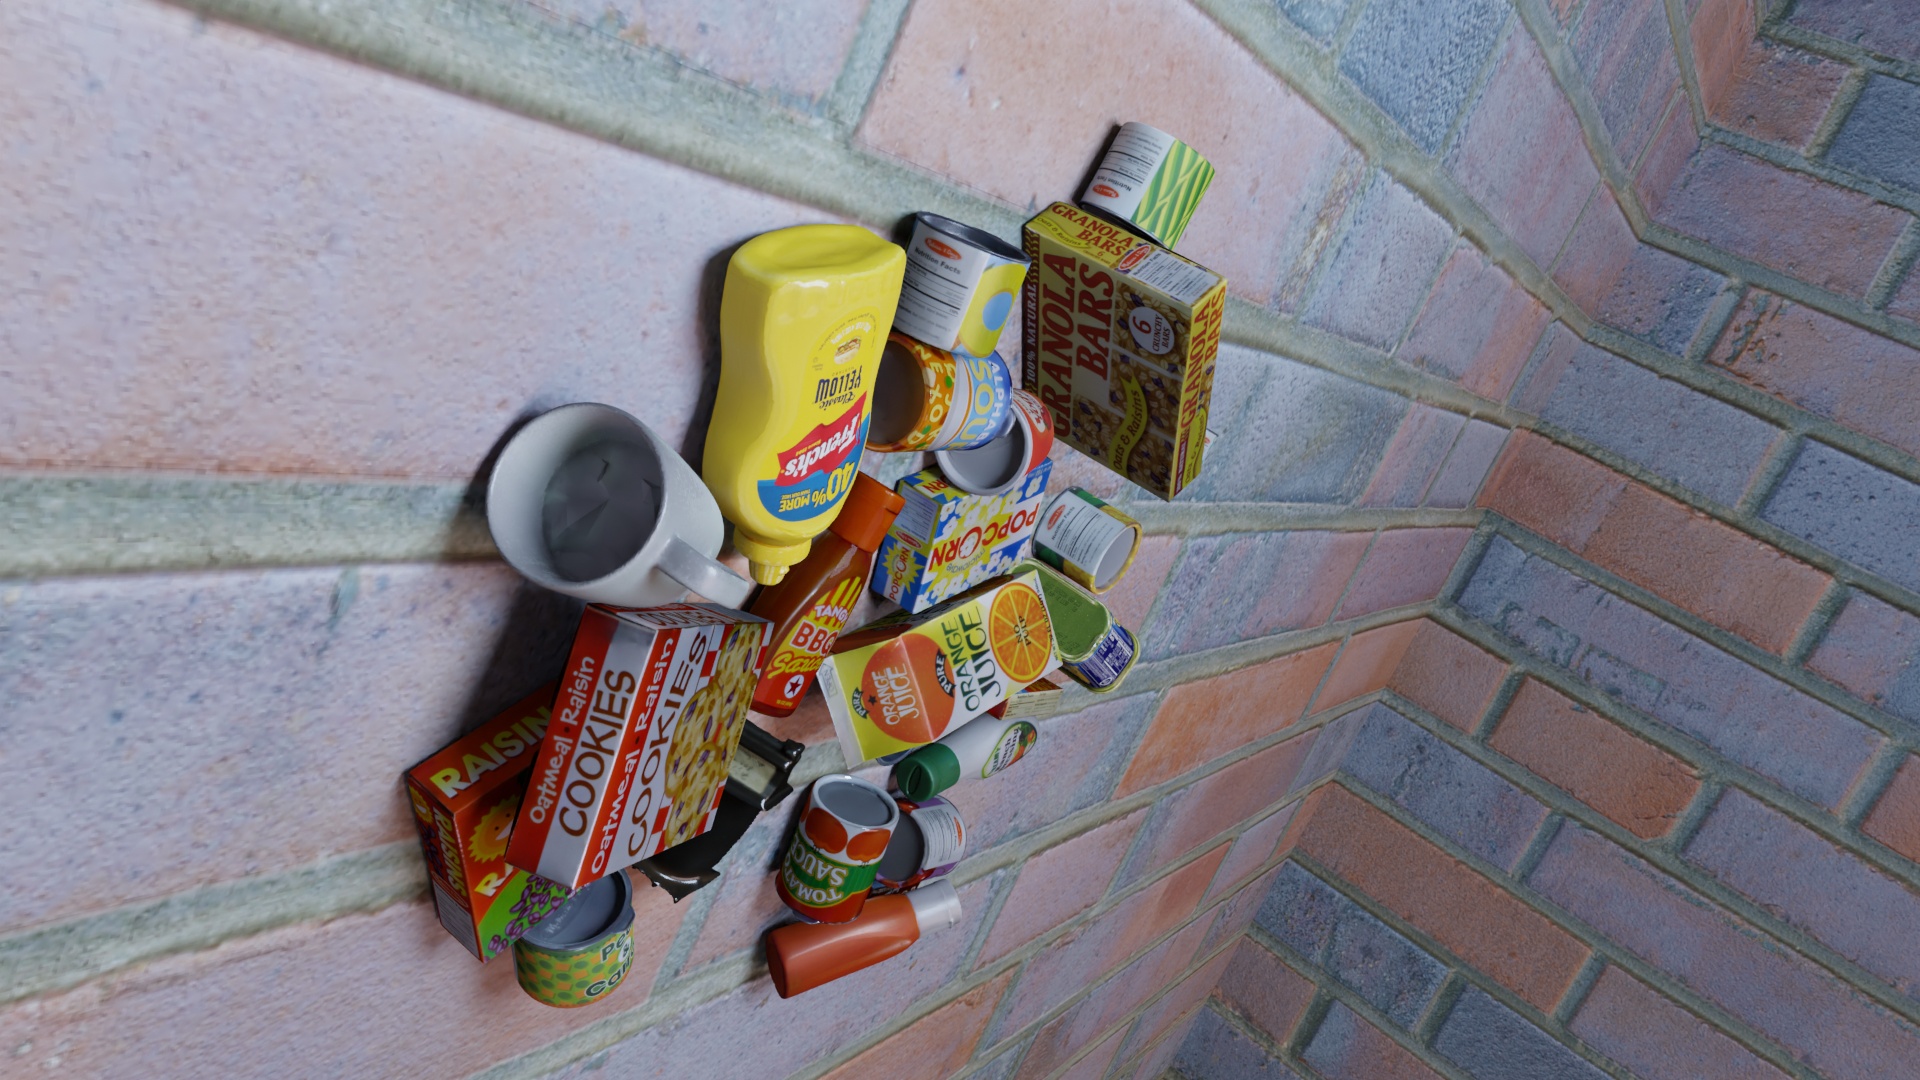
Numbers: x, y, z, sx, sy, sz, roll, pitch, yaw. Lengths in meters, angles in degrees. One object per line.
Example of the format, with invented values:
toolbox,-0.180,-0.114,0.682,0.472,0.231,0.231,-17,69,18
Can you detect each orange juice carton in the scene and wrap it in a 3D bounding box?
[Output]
orange juice carton,-0.021,0.082,0.914,0.193,0.073,0.071,-23,99,-49

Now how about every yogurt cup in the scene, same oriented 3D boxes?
yogurt cup,0.024,-0.066,0.872,0.054,0.072,0.072,-25,139,-60

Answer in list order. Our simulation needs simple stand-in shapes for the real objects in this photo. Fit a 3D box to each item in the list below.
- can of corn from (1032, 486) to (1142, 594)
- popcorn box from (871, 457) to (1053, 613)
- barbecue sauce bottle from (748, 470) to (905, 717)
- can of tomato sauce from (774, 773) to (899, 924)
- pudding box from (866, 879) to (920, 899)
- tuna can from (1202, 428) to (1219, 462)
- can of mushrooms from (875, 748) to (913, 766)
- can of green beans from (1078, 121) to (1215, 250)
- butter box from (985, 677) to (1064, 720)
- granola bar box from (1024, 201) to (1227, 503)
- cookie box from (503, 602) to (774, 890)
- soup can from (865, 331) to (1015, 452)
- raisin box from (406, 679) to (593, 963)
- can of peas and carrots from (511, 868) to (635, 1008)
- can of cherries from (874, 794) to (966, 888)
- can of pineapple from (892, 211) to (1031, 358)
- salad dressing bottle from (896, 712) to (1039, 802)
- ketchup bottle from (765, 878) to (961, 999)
can of corn,0.100,0.001,1.077,0.071,0.058,0.070,-40,149,-31
popcorn box,0.003,-0.012,0.921,0.127,0.038,0.084,-23,138,-49
barbecue sauce bottle,-0.085,0.030,0.810,0.148,0.044,0.065,-59,152,1
can of tomato sauce,-0.088,0.218,0.981,0.071,0.071,0.082,-9,125,-57
pudding box,-0.071,0.290,1.128,0.049,0.030,0.084,-61,153,8
tuna can,0.166,-0.086,1.093,0.032,0.071,0.071,-60,154,8
can of mushrooms,-0.047,0.122,0.984,0.071,0.033,0.070,-40,148,-31
can of green beans,0.116,-0.218,0.861,0.057,0.071,0.071,-61,153,5
butter box,0.038,0.118,1.104,0.103,0.053,0.024,6,111,-62
granola bar box,0.099,-0.117,0.874,0.039,0.124,0.164,-42,150,-28
cookie box,-0.154,0.094,0.691,0.167,0.040,0.123,14,93,-79
soup can,-0.018,-0.081,0.773,0.084,0.071,0.071,-8,126,-57
raisin box,-0.223,0.142,0.700,0.086,0.040,0.122,-35,147,-39
can of peas and carrots,-0.211,0.213,0.762,0.071,0.071,0.058,-33,145,-40
can of cherries,-0.040,0.235,1.087,0.058,0.071,0.071,5,114,-60
can of pineapple,-0.002,-0.137,0.747,0.071,0.071,0.057,-8,126,-57
salad dressing bottle,0.007,0.170,1.117,0.148,0.044,0.064,-17,134,-52
ketchup bottle,-0.072,0.301,1.063,0.149,0.044,0.064,-15,139,-22
